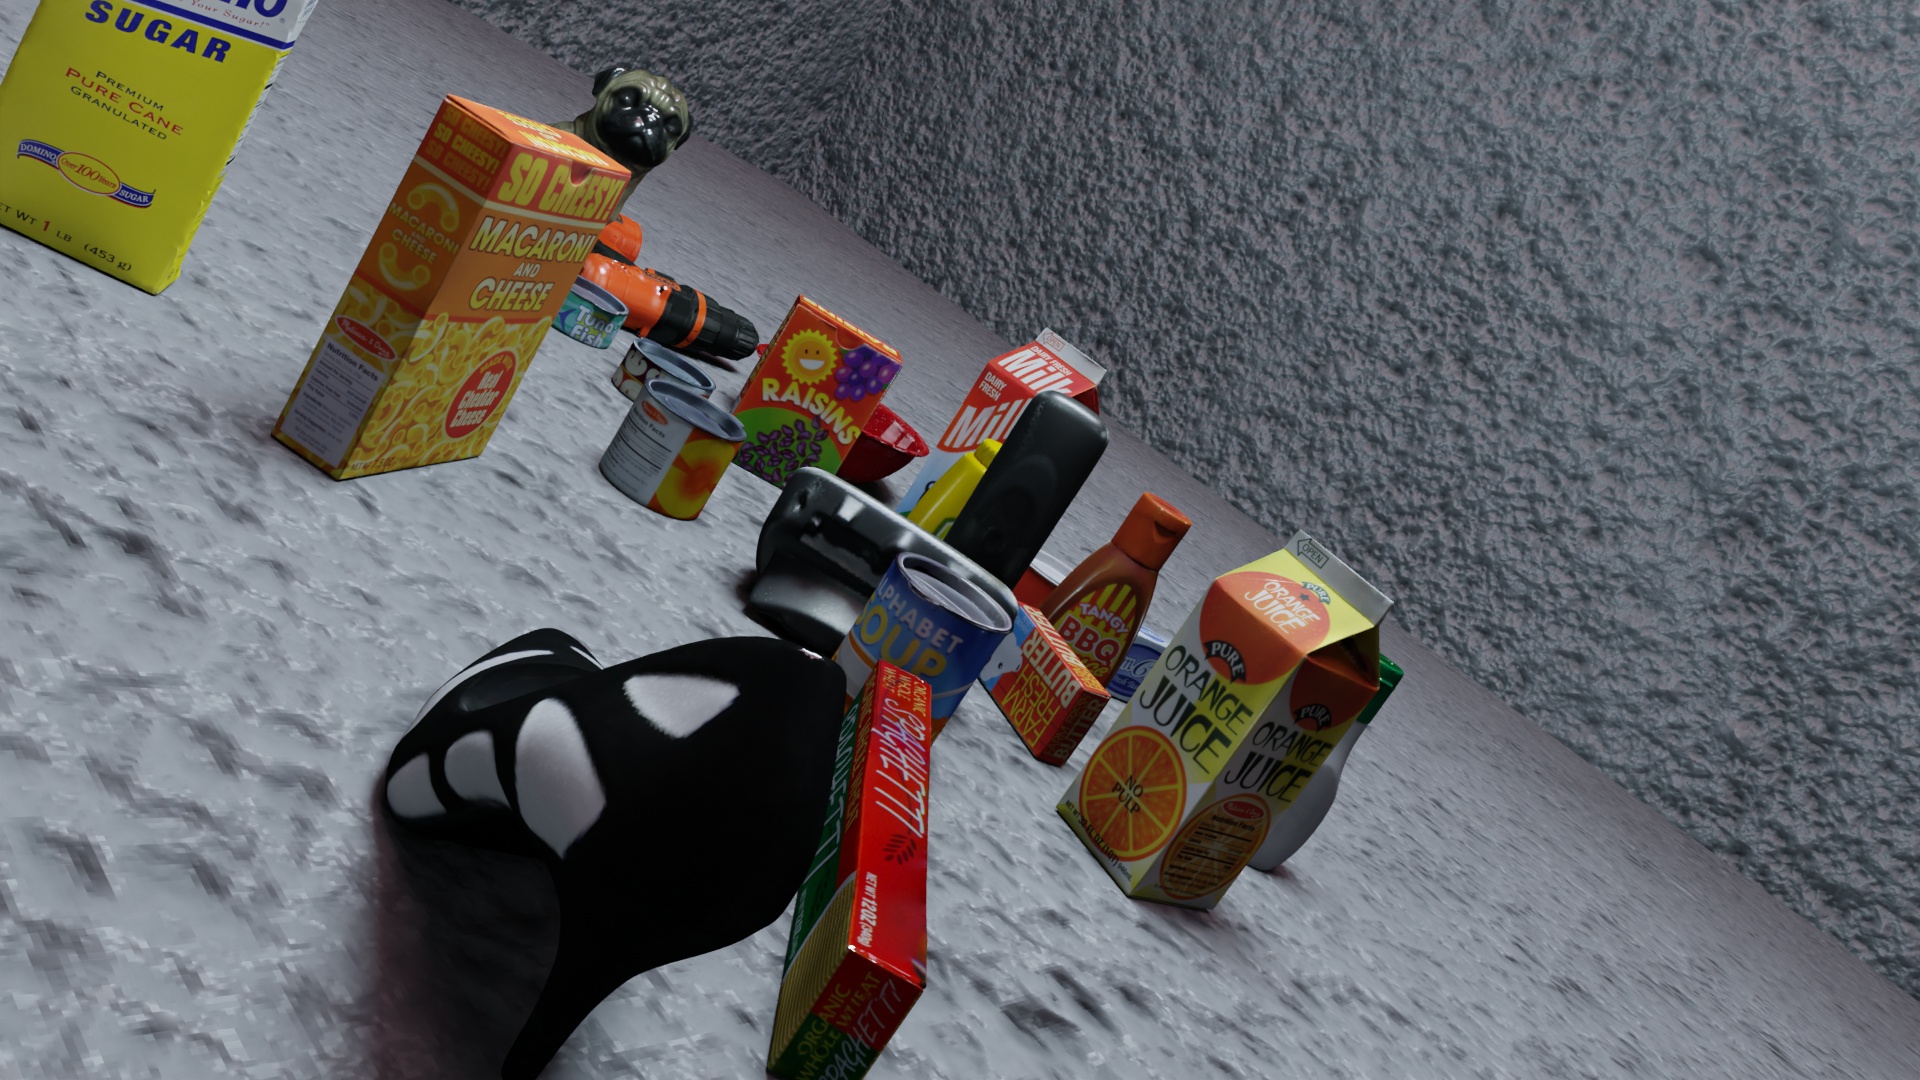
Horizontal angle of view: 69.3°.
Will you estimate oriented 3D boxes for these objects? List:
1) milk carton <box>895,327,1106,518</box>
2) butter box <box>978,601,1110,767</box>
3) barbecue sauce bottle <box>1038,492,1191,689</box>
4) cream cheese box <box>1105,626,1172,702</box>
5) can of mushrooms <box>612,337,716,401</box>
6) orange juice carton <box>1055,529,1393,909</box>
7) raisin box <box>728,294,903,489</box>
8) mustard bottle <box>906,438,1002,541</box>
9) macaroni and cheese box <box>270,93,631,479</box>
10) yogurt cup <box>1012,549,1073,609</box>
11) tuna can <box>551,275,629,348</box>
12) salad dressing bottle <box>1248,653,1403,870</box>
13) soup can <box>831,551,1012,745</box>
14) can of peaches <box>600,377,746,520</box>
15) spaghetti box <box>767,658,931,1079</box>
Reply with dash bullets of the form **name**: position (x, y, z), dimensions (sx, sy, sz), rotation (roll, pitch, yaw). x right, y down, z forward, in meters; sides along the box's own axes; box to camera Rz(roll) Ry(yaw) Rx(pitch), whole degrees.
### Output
- **milk carton**: position (0.034, -0.063, 1.038), dimensions (0.072, 0.190, 0.073), rotation (41, 15, 35)
- **butter box**: position (0.046, 0.083, 0.826), dimensions (0.024, 0.053, 0.104), rotation (25, 14, -33)
- **barbecue sauce bottle**: position (0.091, 0.039, 0.884), dimensions (0.065, 0.148, 0.044), rotation (30, 12, -14)
- **cream cheese box**: position (0.119, 0.086, 0.996), dimensions (0.104, 0.053, 0.024), rotation (25, 14, -33)
- **can of mushrooms**: position (-0.212, -0.114, 0.989), dimensions (0.071, 0.033, 0.071), rotation (31, 12, -7)
- **orange juice carton**: position (0.141, 0.090, 0.712), dimensions (0.073, 0.192, 0.072), rotation (23, 16, -41)
- **raisin box**: position (-0.108, -0.099, 0.978), dimensions (0.086, 0.123, 0.040), rotation (30, 12, -15)
- **mustard bottle**: position (0.003, -0.010, 0.830), dimensions (0.065, 0.160, 0.049), rotation (29, 13, -19)
- **macaroni and cheese box**: position (-0.226, -0.112, 0.636), dimensions (0.040, 0.166, 0.124), rotation (34, 12, 3)
- **yogurt cup**: position (0.057, 0.042, 1.007), dimensions (0.072, 0.054, 0.072), rotation (31, 12, -7)
- **tuna can**: position (-0.284, -0.173, 1.039), dimensions (0.071, 0.032, 0.071), rotation (31, 12, -7)
- **salad dressing bottle**: position (0.210, 0.129, 0.839), dimensions (0.064, 0.147, 0.044), rotation (28, 13, -24)
- **soup can**: position (-0.026, 0.058, 0.677), dimensions (0.071, 0.083, 0.071), rotation (31, 12, -7)
- **can of peaches**: position (-0.166, -0.053, 0.811), dimensions (0.071, 0.058, 0.071), rotation (31, 12, -7)
- **spaghetti box**: position (-0.036, 0.111, 0.526), dimensions (0.028, 0.050, 0.251), rotation (31, 13, -9)
